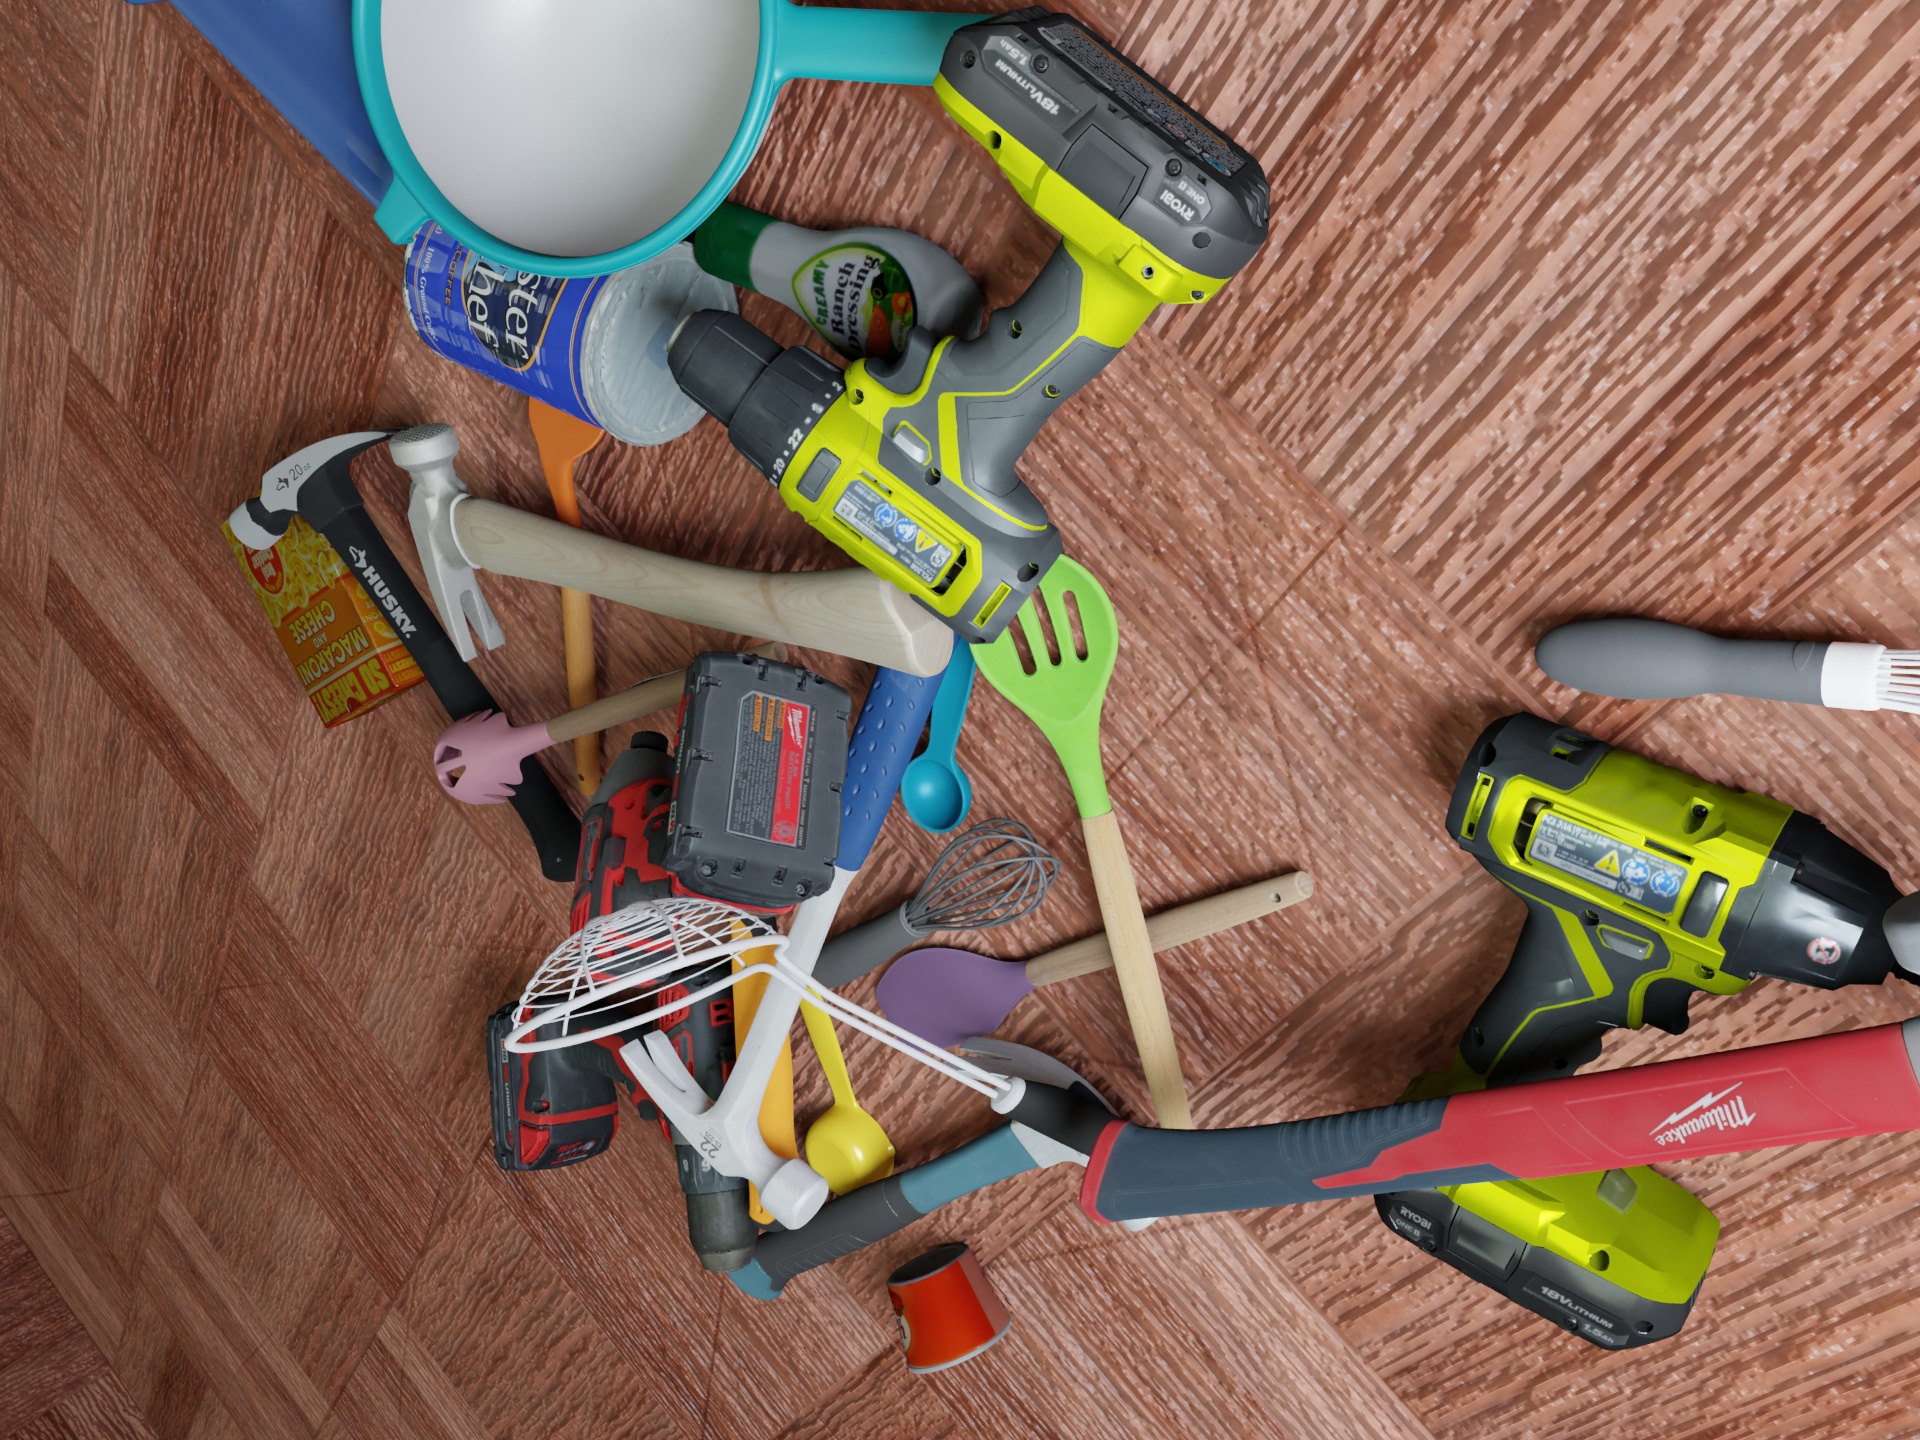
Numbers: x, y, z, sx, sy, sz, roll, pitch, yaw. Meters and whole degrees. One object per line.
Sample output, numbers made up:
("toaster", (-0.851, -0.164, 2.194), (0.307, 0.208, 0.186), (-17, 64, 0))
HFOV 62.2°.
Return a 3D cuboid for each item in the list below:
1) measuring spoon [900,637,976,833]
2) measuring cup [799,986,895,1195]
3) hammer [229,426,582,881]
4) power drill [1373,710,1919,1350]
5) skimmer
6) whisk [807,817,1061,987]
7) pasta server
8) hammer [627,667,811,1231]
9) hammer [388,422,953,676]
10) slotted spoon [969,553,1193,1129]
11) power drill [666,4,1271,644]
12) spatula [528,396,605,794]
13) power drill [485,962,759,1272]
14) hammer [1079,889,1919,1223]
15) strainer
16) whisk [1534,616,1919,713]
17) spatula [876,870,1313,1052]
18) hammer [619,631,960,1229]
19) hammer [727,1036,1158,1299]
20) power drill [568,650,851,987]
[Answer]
("measuring spoon", (-0.001, -0.003, 0.818), (0.042, 0.021, 0.128), (25, 116, 30))
("measuring cup", (-0.085, 0.227, 0.984), (0.062, 0.029, 0.156), (-1, 113, 40))
("hammer", (-0.335, -0.037, 1.044), (0.146, 0.035, 0.334), (-32, 95, 23))
("power drill", (0.258, 0.126, 0.620), (0.171, 0.080, 0.223), (25, 122, 29))
("skimmer", (-0.031, 0.179, 0.746), (0.363, 0.090, 0.127), (30, 139, -21))
("whisk", (-0.027, 0.109, 0.870), (0.239, 0.055, 0.055), (-35, 87, 48))
("pasta server", (-0.214, -0.002, 0.933), (0.316, 0.040, 0.060), (-16, 89, 35))
("hammer", (-0.126, 0.134, 0.929), (0.127, 0.034, 0.337), (3, 101, 38))
("hammer", (-0.166, -0.068, 0.852), (0.411, 0.038, 0.146), (15, 126, 38))
("slotted spoon", (0.069, 0.069, 0.760), (0.070, 0.031, 0.313), (-14, 98, 13))
("power drill", (-0.004, -0.165, 0.649), (0.190, 0.080, 0.228), (38, 122, -1))
("spatula", (-0.224, -0.090, 0.954), (0.081, 0.041, 0.322), (26, 129, 27))
("power drill", (-0.213, 0.259, 1.045), (0.227, 0.080, 0.188), (-12, 81, 40))
("hammer", (0.208, 0.171, 0.604), (0.386, 0.038, 0.143), (-23, 92, 39))
("strainer", (-0.102, -0.300, 0.713), (0.340, 0.095, 0.211), (9, 105, 15))
("whisk", (0.325, -0.013, 0.514), (0.285, 0.070, 0.070), (9, 116, 42))
("spatula", (0.055, 0.123, 0.827), (0.316, 0.018, 0.060), (-27, 92, 45))
("hammer", (-0.073, 0.078, 0.838), (0.144, 0.035, 0.405), (33, 116, 22))
("hammer", (-0.034, 0.283, 0.937), (0.331, 0.033, 0.128), (-36, 91, 37))
("power drill", (-0.140, 0.050, 0.818), (0.219, 0.078, 0.143), (-32, 49, 54))
